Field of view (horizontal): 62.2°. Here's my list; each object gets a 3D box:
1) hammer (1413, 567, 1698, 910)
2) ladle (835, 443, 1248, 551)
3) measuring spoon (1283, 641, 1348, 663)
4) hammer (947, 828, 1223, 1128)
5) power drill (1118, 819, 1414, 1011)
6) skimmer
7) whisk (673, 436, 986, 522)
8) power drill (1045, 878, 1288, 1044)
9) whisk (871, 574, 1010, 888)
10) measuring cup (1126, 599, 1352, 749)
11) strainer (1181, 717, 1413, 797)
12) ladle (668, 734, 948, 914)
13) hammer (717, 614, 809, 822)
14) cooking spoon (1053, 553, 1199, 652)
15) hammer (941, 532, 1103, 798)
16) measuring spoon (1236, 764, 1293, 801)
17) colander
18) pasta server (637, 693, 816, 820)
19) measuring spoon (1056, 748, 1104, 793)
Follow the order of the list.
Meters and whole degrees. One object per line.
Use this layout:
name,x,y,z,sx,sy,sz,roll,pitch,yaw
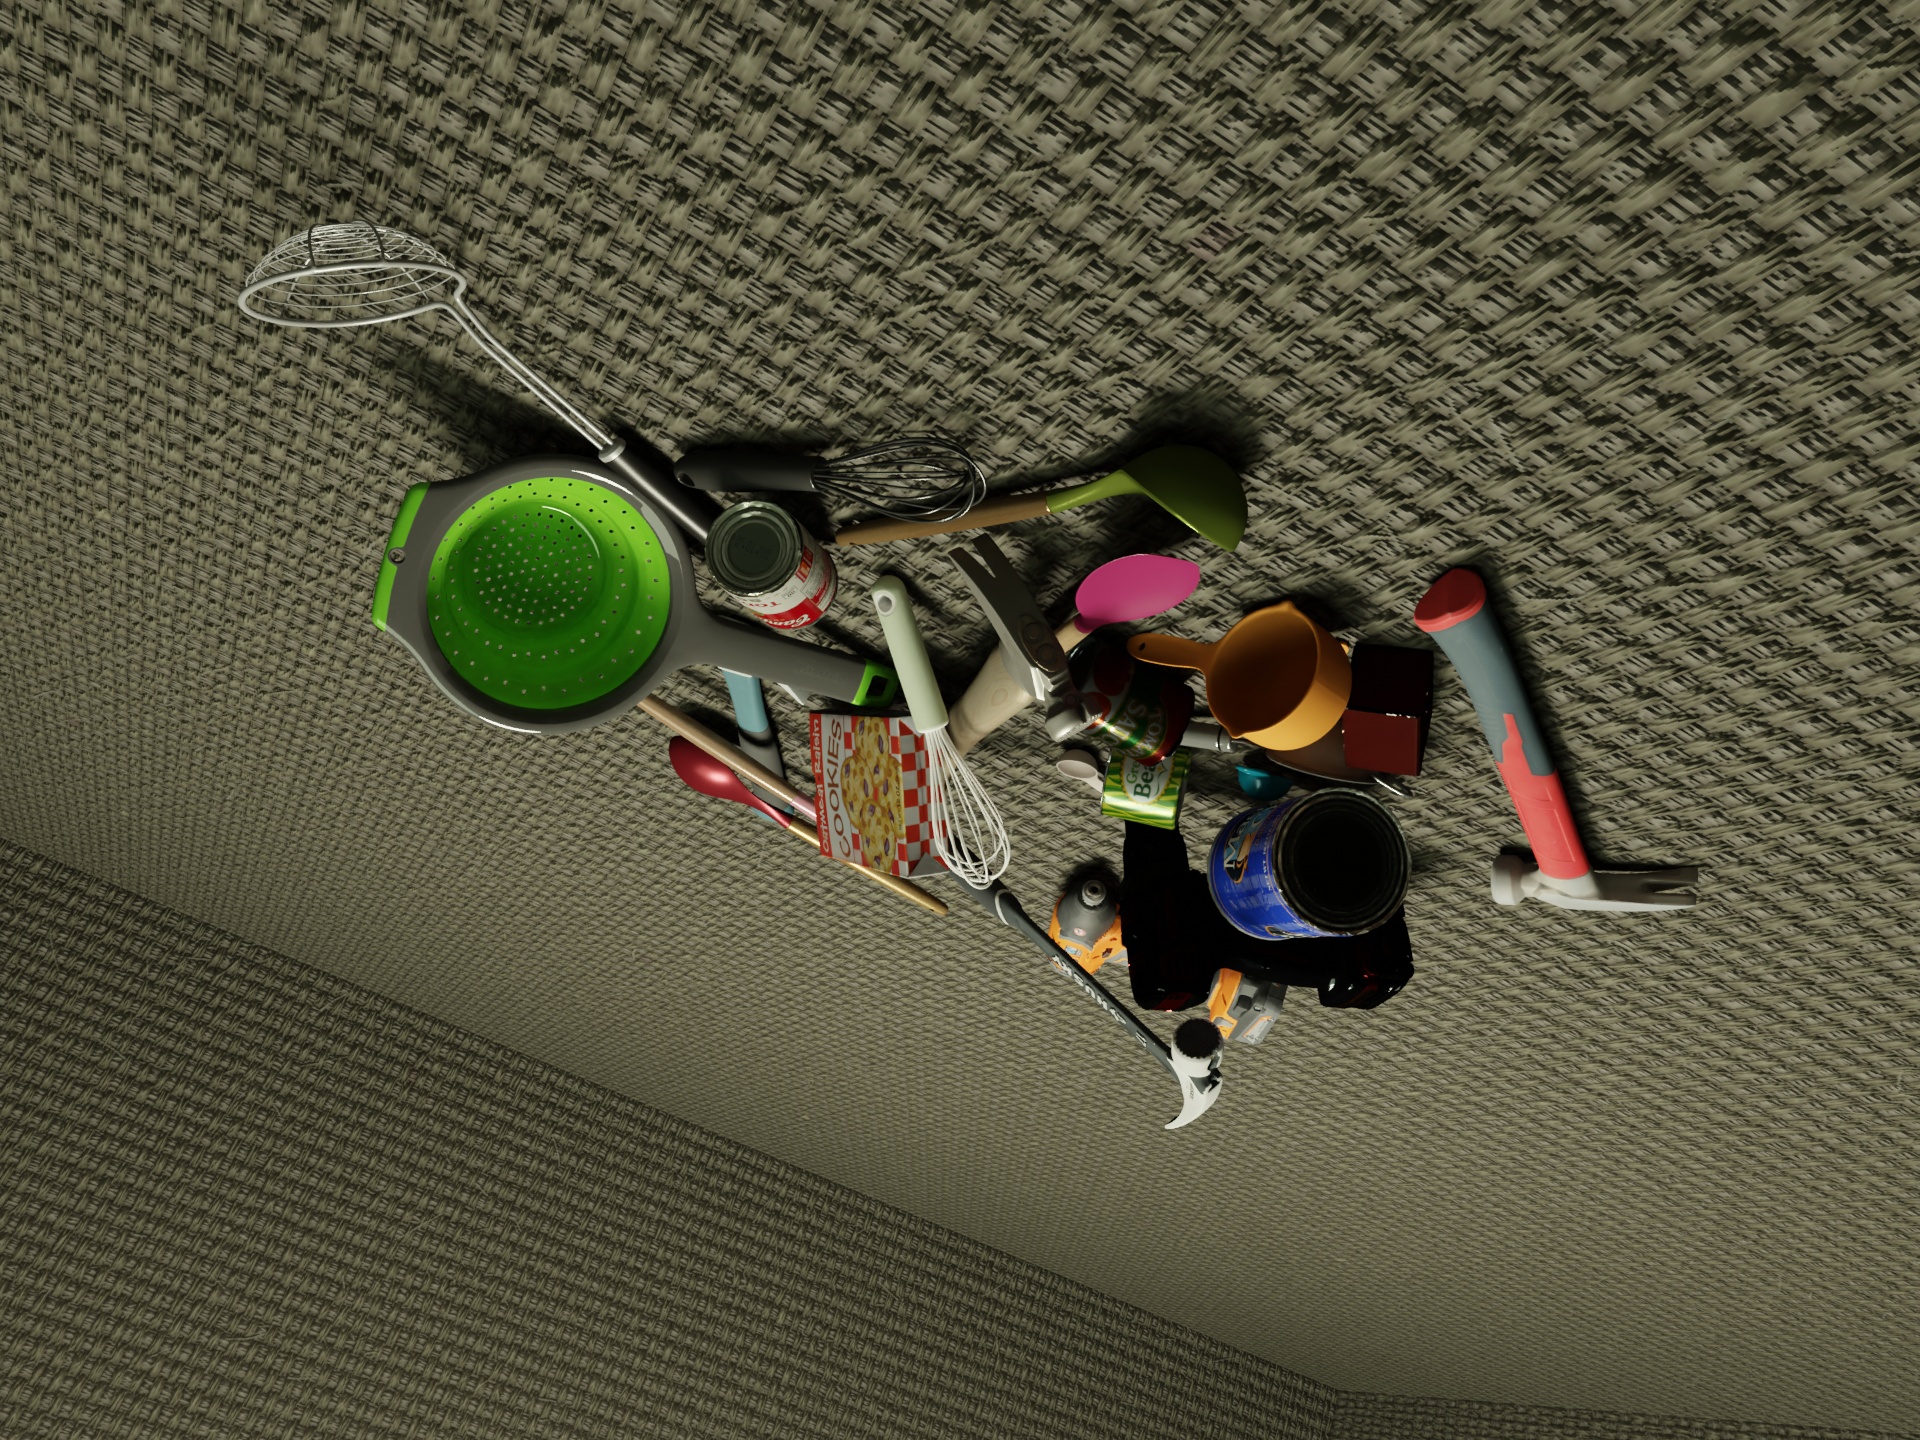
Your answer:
hammer,0.392,0.027,1.062,0.143,0.038,0.385,-1,147,32
ladle,0.036,-0.122,0.995,0.320,0.062,0.078,-3,164,41
measuring spoon,0.222,-0.035,1.090,0.021,0.011,0.117,31,147,-23
hammer,0.052,0.162,1.252,0.409,0.036,0.149,41,156,32
power drill,0.232,0.141,1.267,0.226,0.188,0.080,5,151,-15
skimmer,-0.280,-0.189,1.024,0.127,0.090,0.362,-9,143,40
whisk,-0.090,-0.157,1.023,0.239,0.055,0.055,7,151,30
power drill,0.194,0.218,1.497,0.226,0.084,0.164,19,153,8
whisk,-0.017,0.010,1.162,0.058,0.059,0.246,-10,106,32
measuring cup,0.184,-0.032,1.060,0.052,0.095,0.174,26,174,-37
strainer,0.202,0.013,1.154,0.258,0.050,0.087,8,-170,30
ladle,-0.138,0.105,1.476,0.315,0.031,0.069,32,152,-21
hammer,-0.182,0.007,1.394,0.128,0.033,0.330,16,153,8
cooking spoon,0.074,-0.059,1.083,0.068,0.017,0.319,8,163,-17
hammer,-0.002,-0.004,1.218,0.146,0.038,0.410,59,160,7
measuring spoon,0.217,0.047,1.169,0.042,0.021,0.128,13,179,19
colander,-0.234,-0.081,1.196,0.396,0.204,0.095,15,-168,-28
pasta server,-0.165,0.046,1.391,0.316,0.040,0.060,35,149,-17
measuring spoon,0.125,0.052,1.309,0.034,0.018,0.124,-10,148,43
